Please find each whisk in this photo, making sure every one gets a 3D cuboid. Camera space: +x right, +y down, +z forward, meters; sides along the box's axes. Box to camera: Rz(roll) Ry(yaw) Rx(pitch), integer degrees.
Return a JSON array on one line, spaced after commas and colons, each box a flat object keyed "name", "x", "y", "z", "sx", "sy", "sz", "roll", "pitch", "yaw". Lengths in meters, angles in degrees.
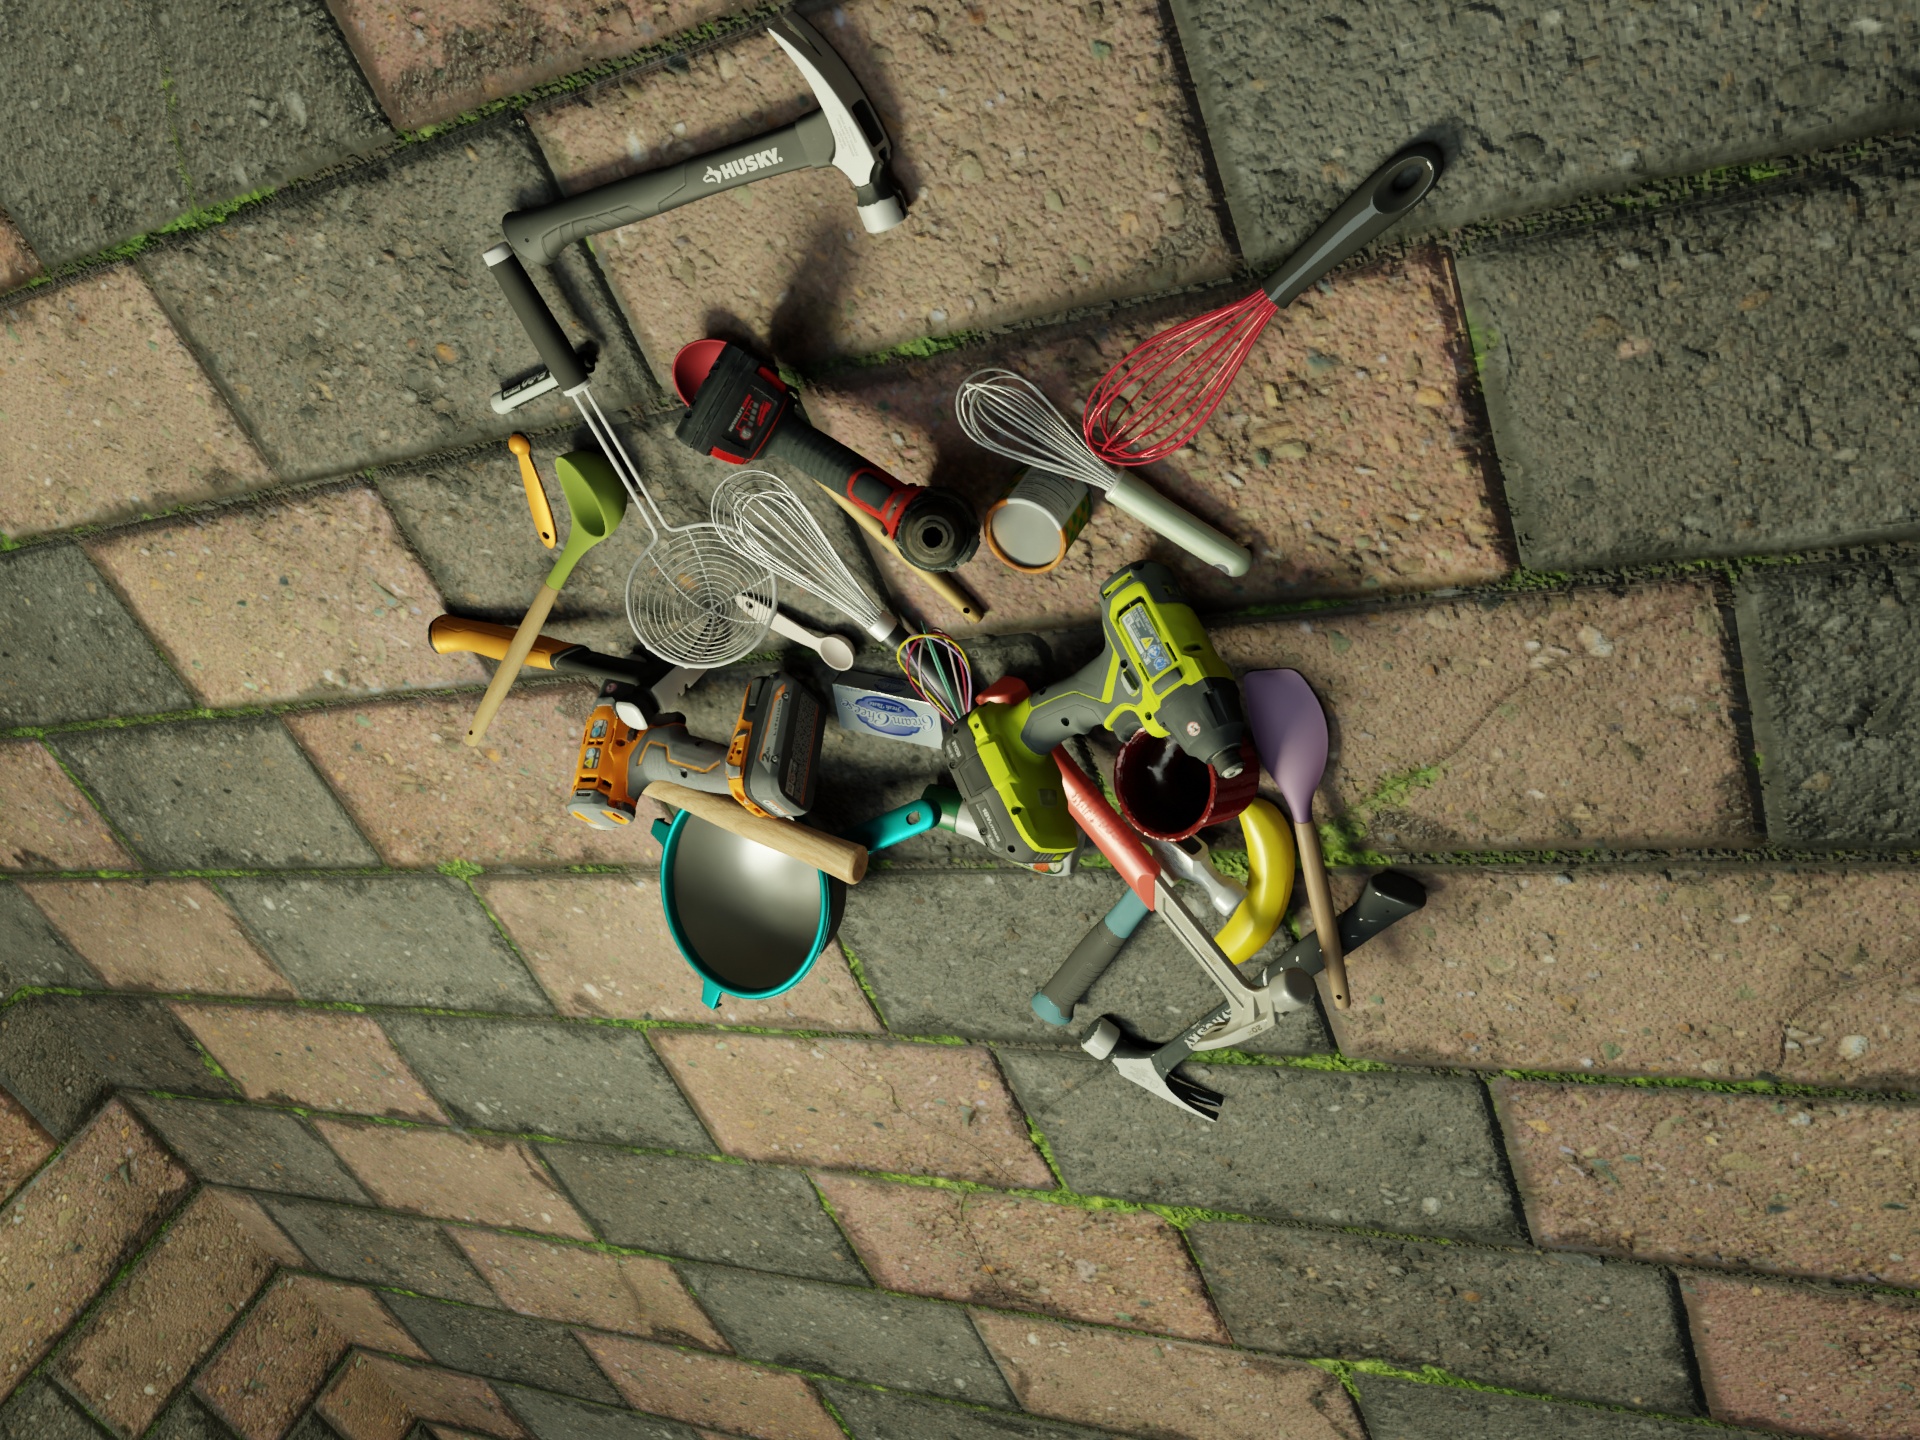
[{"name": "whisk", "x": -0.090, "y": -0.098, "z": 1.310, "sx": 0.284, "sy": 0.070, "sz": 0.070, "roll": 42, "pitch": 136, "yaw": -16}, {"name": "whisk", "x": 0.186, "y": -0.259, "z": 1.015, "sx": 0.073, "sy": 0.073, "sz": 0.295, "roll": 43, "pitch": 128, "yaw": -11}, {"name": "whisk", "x": -0.004, "y": -0.004, "z": 1.308, "sx": 0.051, "sy": 0.047, "sz": 0.244, "roll": 56, "pitch": 174, "yaw": 33}, {"name": "whisk", "x": 0.105, "y": -0.175, "z": 1.142, "sx": 0.246, "sy": 0.059, "sz": 0.058, "roll": 32, "pitch": 172, "yaw": -4}]

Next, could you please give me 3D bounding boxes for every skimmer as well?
[{"name": "skimmer", "x": -0.270, "y": -0.209, "z": 1.269, "sx": 0.363, "sy": 0.127, "sz": 0.090, "roll": 62, "pitch": 173, "yaw": -26}]

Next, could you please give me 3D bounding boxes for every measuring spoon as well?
[{"name": "measuring spoon", "x": -0.380, "y": -0.201, "z": 1.412, "sx": 0.021, "sy": 0.011, "sz": 0.116, "roll": 11, "pitch": 132, "yaw": 21}, {"name": "measuring spoon", "x": -0.142, "y": -0.083, "z": 1.384, "sx": 0.124, "sy": 0.018, "sz": 0.034, "roll": 29, "pitch": 136, "yaw": 14}]

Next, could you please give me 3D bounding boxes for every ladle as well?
[{"name": "ladle", "x": -0.378, "y": -0.099, "z": 1.397, "sx": 0.078, "sy": 0.062, "sz": 0.320, "roll": 46, "pitch": 117, "yaw": 23}, {"name": "ladle", "x": -0.097, "y": -0.185, "z": 1.256, "sx": 0.315, "sy": 0.031, "sz": 0.069, "roll": 42, "pitch": 119, "yaw": -13}]

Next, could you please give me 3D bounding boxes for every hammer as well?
[{"name": "hammer", "x": -0.203, "y": -0.387, "z": 1.133, "sx": 0.335, "sy": 0.035, "sz": 0.146, "roll": -4, "pitch": 126, "yaw": 32}, {"name": "hammer", "x": 0.137, "y": 0.192, "z": 1.433, "sx": 0.128, "sy": 0.033, "sz": 0.330, "roll": 45, "pitch": 142, "yaw": 13}, {"name": "hammer", "x": -0.374, "y": -0.067, "z": 1.480, "sx": 0.337, "sy": 0.127, "sz": 0.034, "roll": 11, "pitch": 136, "yaw": 34}, {"name": "hammer", "x": -0.221, "y": 0.081, "z": 1.478, "sx": 0.331, "sy": 0.031, "sz": 0.130, "roll": 18, "pitch": 104, "yaw": 32}, {"name": "hammer", "x": 0.270, "y": 0.246, "z": 1.421, "sx": 0.149, "sy": 0.036, "sz": 0.408, "roll": 36, "pitch": 136, "yaw": -5}, {"name": "hammer", "x": 0.134, "y": 0.114, "z": 1.318, "sx": 0.359, "sy": 0.037, "sz": 0.149, "roll": 51, "pitch": 143, "yaw": 3}]

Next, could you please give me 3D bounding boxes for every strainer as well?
[{"name": "strainer", "x": -0.134, "y": 0.134, "z": 1.500, "sx": 0.340, "sy": 0.095, "sz": 0.211, "roll": -24, "pitch": 80, "yaw": 32}]

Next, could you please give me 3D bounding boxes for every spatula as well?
[{"name": "spatula", "x": 0.281, "y": 0.100, "z": 1.272, "sx": 0.060, "sy": 0.018, "sz": 0.315, "roll": -3, "pitch": 117, "yaw": 29}]

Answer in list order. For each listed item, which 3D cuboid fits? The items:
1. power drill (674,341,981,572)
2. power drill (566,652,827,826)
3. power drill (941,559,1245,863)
[{"name": "power drill", "x": -0.086, "y": -0.178, "z": 1.142, "sx": 0.226, "sy": 0.188, "sz": 0.080, "roll": 31, "pitch": 98, "yaw": -4}, {"name": "power drill", "x": -0.240, "y": 0.011, "z": 1.433, "sx": 0.226, "sy": 0.164, "sz": 0.084, "roll": -2, "pitch": 157, "yaw": 22}, {"name": "power drill", "x": 0.103, "y": 0.010, "z": 1.199, "sx": 0.223, "sy": 0.080, "sz": 0.171, "roll": -38, "pitch": 65, "yaw": 30}]
